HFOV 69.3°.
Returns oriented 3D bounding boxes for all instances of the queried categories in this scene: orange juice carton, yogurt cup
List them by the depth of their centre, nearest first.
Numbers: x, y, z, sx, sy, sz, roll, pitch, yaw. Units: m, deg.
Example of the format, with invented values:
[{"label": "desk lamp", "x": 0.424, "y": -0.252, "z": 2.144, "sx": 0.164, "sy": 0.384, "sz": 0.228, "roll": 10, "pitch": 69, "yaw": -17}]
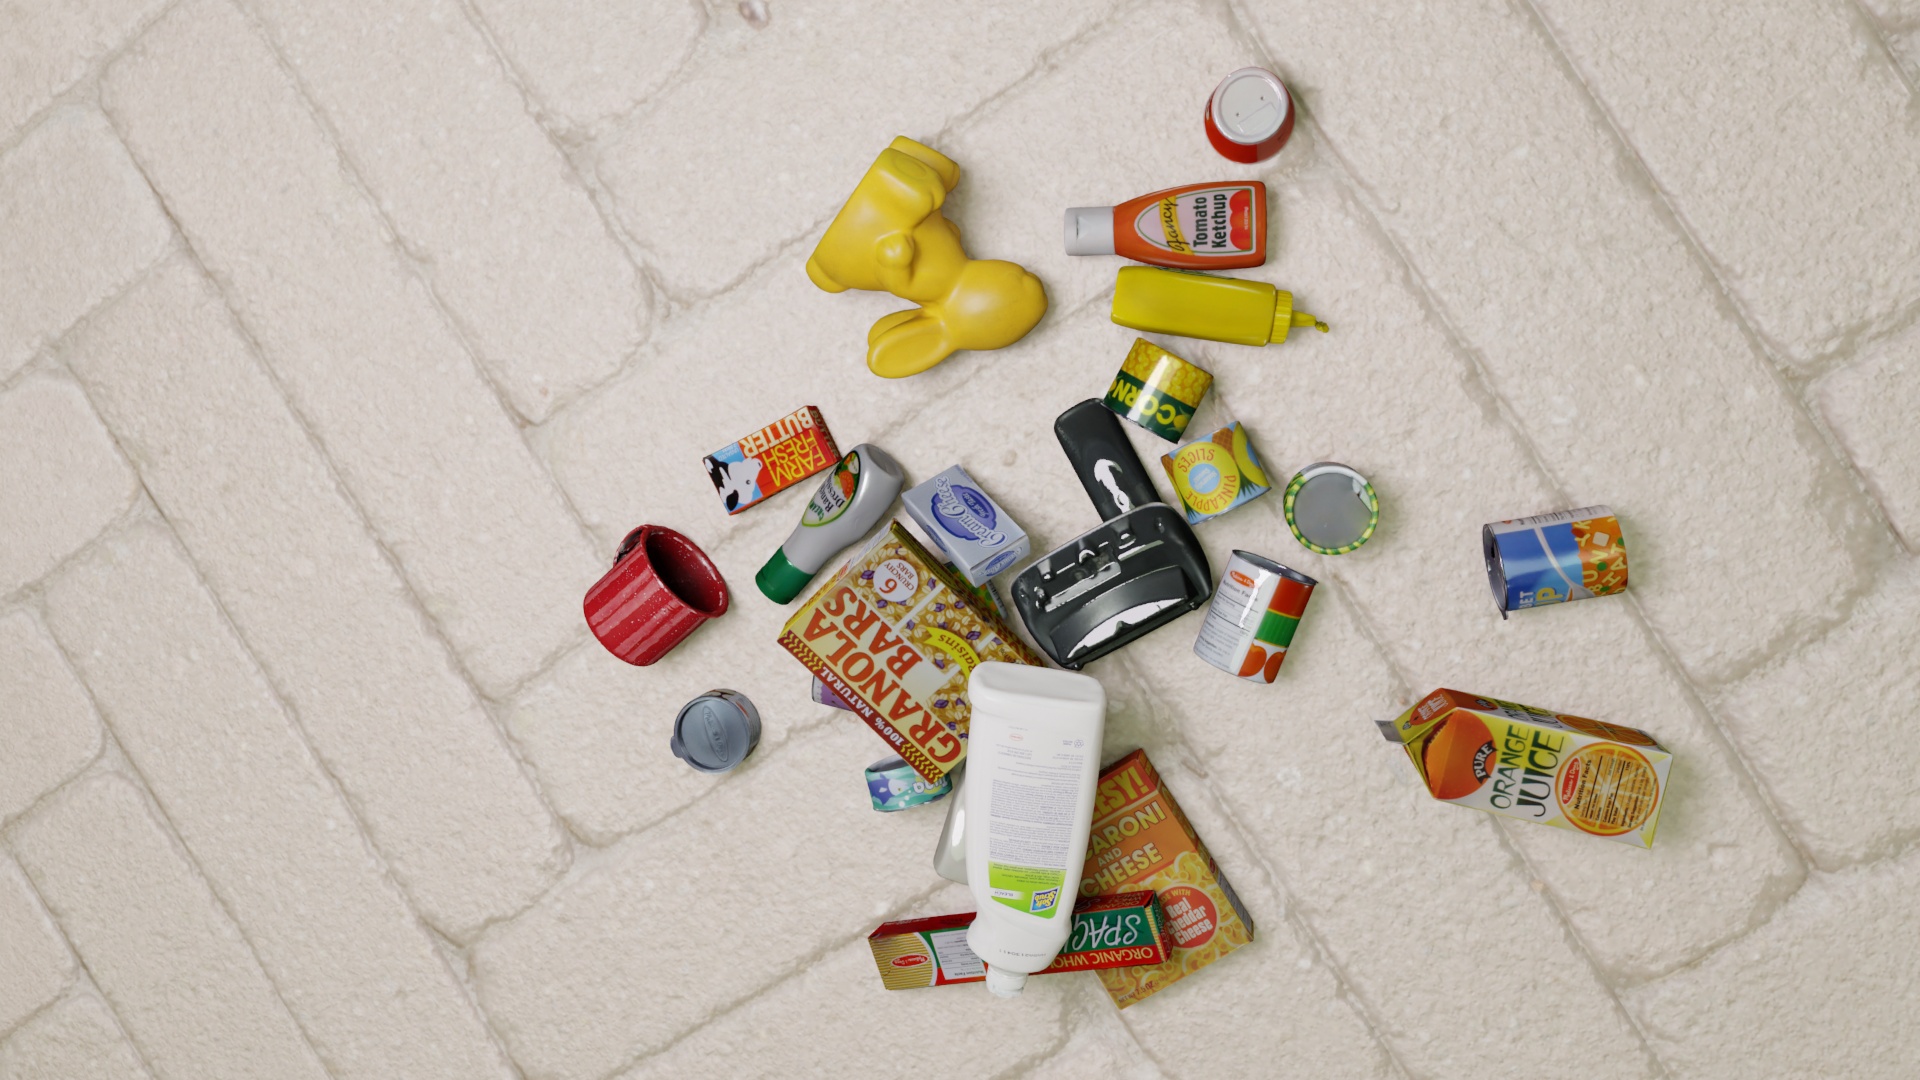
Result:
[{"label": "yogurt cup", "x": 0.211, "y": -0.313, "z": 1.015, "sx": 0.072, "sy": 0.054, "sz": 0.072, "roll": 1, "pitch": 97, "yaw": 11}, {"label": "orange juice carton", "x": 0.404, "y": 0.160, "z": 1.016, "sx": 0.193, "sy": 0.072, "sz": 0.073, "roll": 12, "pitch": 98, "yaw": 9}]

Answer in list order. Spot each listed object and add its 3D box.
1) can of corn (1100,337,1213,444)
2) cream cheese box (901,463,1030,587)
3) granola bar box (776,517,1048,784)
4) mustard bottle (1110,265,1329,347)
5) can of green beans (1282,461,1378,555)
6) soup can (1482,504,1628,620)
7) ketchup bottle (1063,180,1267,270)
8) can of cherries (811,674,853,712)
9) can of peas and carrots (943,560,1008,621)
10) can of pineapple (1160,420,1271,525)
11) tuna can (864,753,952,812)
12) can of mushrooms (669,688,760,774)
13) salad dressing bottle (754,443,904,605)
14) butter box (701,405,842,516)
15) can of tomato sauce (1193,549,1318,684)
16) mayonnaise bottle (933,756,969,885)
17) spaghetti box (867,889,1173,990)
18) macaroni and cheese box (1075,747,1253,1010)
[{"label": "can of corn", "x": 0.147, "y": -0.112, "z": 1.039, "sx": 0.071, "sy": 0.071, "sz": 0.058, "roll": 29, "pitch": 100, "yaw": 7}, {"label": "cream cheese box", "x": 0.004, "y": -0.013, "z": 1.063, "sx": 0.053, "sy": 0.024, "sz": 0.104, "roll": -31, "pitch": 50, "yaw": -15}, {"label": "granola bar box", "x": -0.035, "y": 0.085, "z": 1.038, "sx": 0.165, "sy": 0.039, "sz": 0.124, "roll": 44, "pitch": 105, "yaw": -9}, {"label": "mustard bottle", "x": 0.193, "y": -0.172, "z": 1.030, "sx": 0.160, "sy": 0.065, "sz": 0.048, "roll": 8, "pitch": 99, "yaw": 4}, {"label": "can of green beans", "x": 0.274, "y": -0.024, "z": 1.029, "sx": 0.071, "sy": 0.058, "sz": 0.071, "roll": 1, "pitch": 96, "yaw": 11}, {"label": "soup can", "x": 0.427, "y": 0.016, "z": 0.999, "sx": 0.084, "sy": 0.071, "sz": 0.071, "roll": -10, "pitch": 94, "yaw": 12}, {"label": "ketchup bottle", "x": 0.153, "y": -0.234, "z": 1.040, "sx": 0.149, "sy": 0.043, "sz": 0.064, "roll": 0, "pitch": 91, "yaw": 11}, {"label": "can of cherries", "x": -0.080, "y": 0.105, "z": 1.109, "sx": 0.058, "sy": 0.071, "sz": 0.071, "roll": 14, "pitch": 98, "yaw": 9}, {"label": "can of peas and carrots", "x": -0.006, "y": 0.049, "z": 1.086, "sx": 0.071, "sy": 0.071, "sz": 0.058, "roll": -27, "pitch": 91, "yaw": 12}, {"label": "can of pineapple", "x": 0.190, "y": -0.050, "z": 1.037, "sx": 0.071, "sy": 0.071, "sz": 0.058, "roll": -26, "pitch": 90, "yaw": 12}, {"label": "tuna can", "x": -0.040, "y": 0.190, "z": 1.105, "sx": 0.071, "sy": 0.071, "sz": 0.033, "roll": -14, "pitch": 93, "yaw": 12}, {"label": "can of mushrooms", "x": -0.203, "y": 0.158, "z": 1.152, "sx": 0.071, "sy": 0.033, "sz": 0.071, "roll": 1, "pitch": 96, "yaw": 10}, {"label": "salad dressing bottle", "x": -0.106, "y": -0.011, "z": 1.107, "sx": 0.044, "sy": 0.064, "sz": 0.147, "roll": 28, "pitch": 113, "yaw": -37}, {"label": "butter box", "x": -0.152, "y": -0.065, "z": 1.125, "sx": 0.103, "sy": 0.024, "sz": 0.053, "roll": -25, "pitch": 90, "yaw": 12}, {"label": "can of tomato sauce", "x": 0.222, "y": 0.058, "z": 1.045, "sx": 0.071, "sy": 0.071, "sz": 0.083, "roll": 22, "pitch": 100, "yaw": 8}, {"label": "mayonnaise bottle", "x": 0.018, "y": 0.194, "z": 1.100, "sx": 0.041, "sy": 0.065, "sz": 0.148, "roll": 18, "pitch": 95, "yaw": 2}, {"label": "spaghetti box", "x": 0.044, "y": 0.316, "z": 1.092, "sx": 0.249, "sy": 0.029, "sz": 0.050, "roll": -15, "pitch": 98, "yaw": 26}, {"label": "macaroni and cheese box", "x": 0.134, "y": 0.266, "z": 1.095, "sx": 0.123, "sy": 0.040, "sz": 0.166, "roll": -33, "pitch": 89, "yaw": 13}]
